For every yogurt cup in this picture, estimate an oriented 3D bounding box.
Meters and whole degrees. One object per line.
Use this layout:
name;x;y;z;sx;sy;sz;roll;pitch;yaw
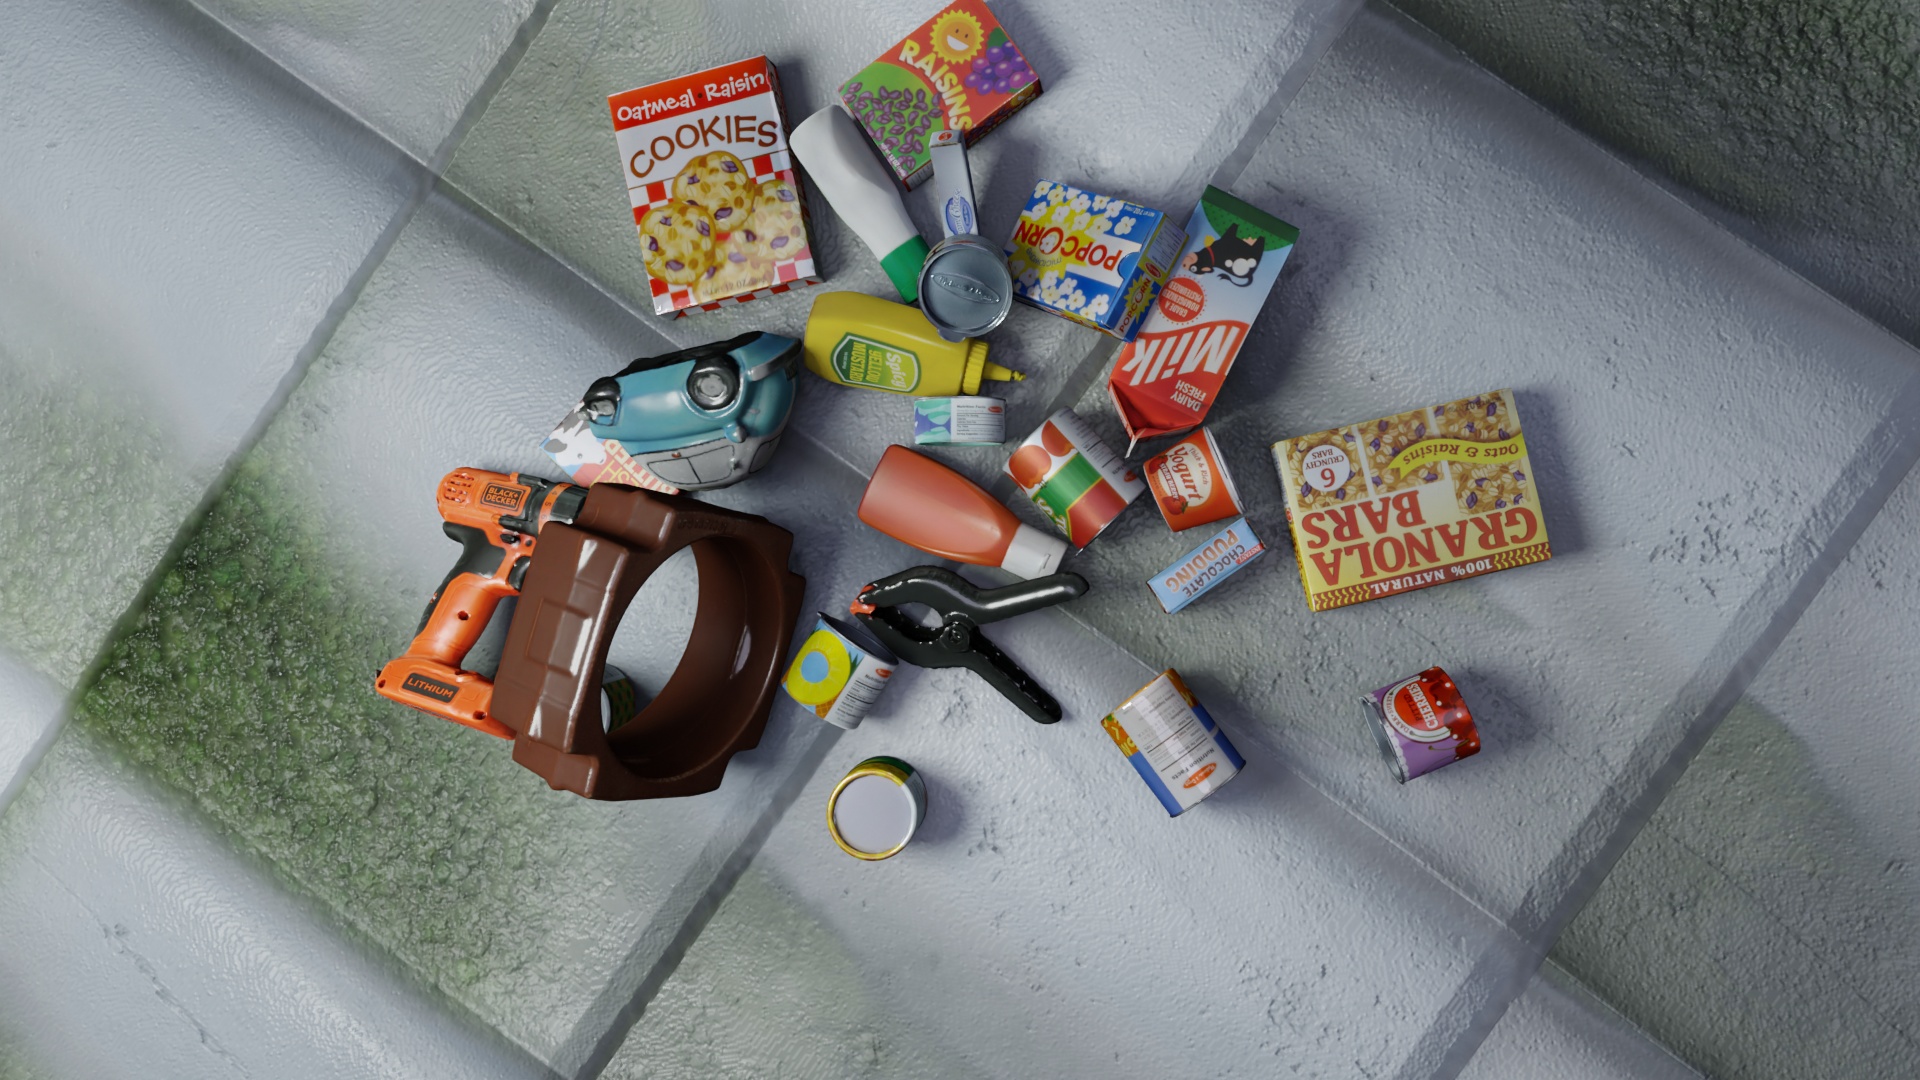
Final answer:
yogurt cup;0.164;-0.040;0.981;0.054;0.072;0.072;-24;88;13

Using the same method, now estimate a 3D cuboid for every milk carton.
milk carton;0.160;-0.143;0.977;0.073;0.072;0.190;27;92;4

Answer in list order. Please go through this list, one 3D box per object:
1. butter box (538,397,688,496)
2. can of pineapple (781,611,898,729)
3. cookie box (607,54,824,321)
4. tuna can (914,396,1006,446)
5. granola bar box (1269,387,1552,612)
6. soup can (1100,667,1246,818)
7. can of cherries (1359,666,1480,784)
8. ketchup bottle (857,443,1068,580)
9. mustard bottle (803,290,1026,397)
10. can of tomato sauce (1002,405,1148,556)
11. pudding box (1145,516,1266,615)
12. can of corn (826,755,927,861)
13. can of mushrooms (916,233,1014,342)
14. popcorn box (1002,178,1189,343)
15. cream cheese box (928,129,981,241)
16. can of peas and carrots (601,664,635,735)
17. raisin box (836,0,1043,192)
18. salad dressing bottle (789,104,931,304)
butter box;-0.259;-0.053;1.039;0.103;0.024;0.053;43;94;5
can of pineapple;-0.088;0.094;1.002;0.071;0.071;0.058;33;93;5
cookie box;-0.180;-0.259;1.027;0.123;0.040;0.167;-13;89;5
tuna can;-0.002;-0.085;0.997;0.071;0.071;0.033;0;91;5
granola bar box;0.314;-0.028;0.979;0.165;0.039;0.124;-13;88;5
soup can;0.149;0.142;0.979;0.071;0.071;0.084;-37;82;4
can of cherries;0.317;0.126;0.961;0.058;0.071;0.071;-23;88;5
ketchup bottle;0.004;-0.013;1.005;0.149;0.043;0.064;25;93;5
mustard bottle;-0.031;-0.134;0.999;0.160;0.065;0.049;12;49;2
can of tomato sauce;0.080;-0.043;0.987;0.071;0.071;0.083;-44;85;4
pudding box;0.173;0.019;0.986;0.083;0.049;0.030;-35;85;4
can of corn;-0.062;0.193;1.001;0.071;0.058;0.071;0;89;5
can of mushrooms;0.003;-0.175;0.963;0.071;0.033;0.070;2;117;4
popcorn box;0.086;-0.196;0.968;0.127;0.038;0.085;30;92;45
cream cheese box;-0.001;-0.235;0.983;0.024;0.053;0.103;-8;115;6
can of peas and carrots;-0.280;0.127;1.022;0.071;0.059;0.071;0;90;6
raisin box;-0.014;-0.327;1.012;0.123;0.040;0.086;-36;86;5
salad dressing bottle;-0.065;-0.242;1.007;0.044;0.064;0.147;-32;94;26
